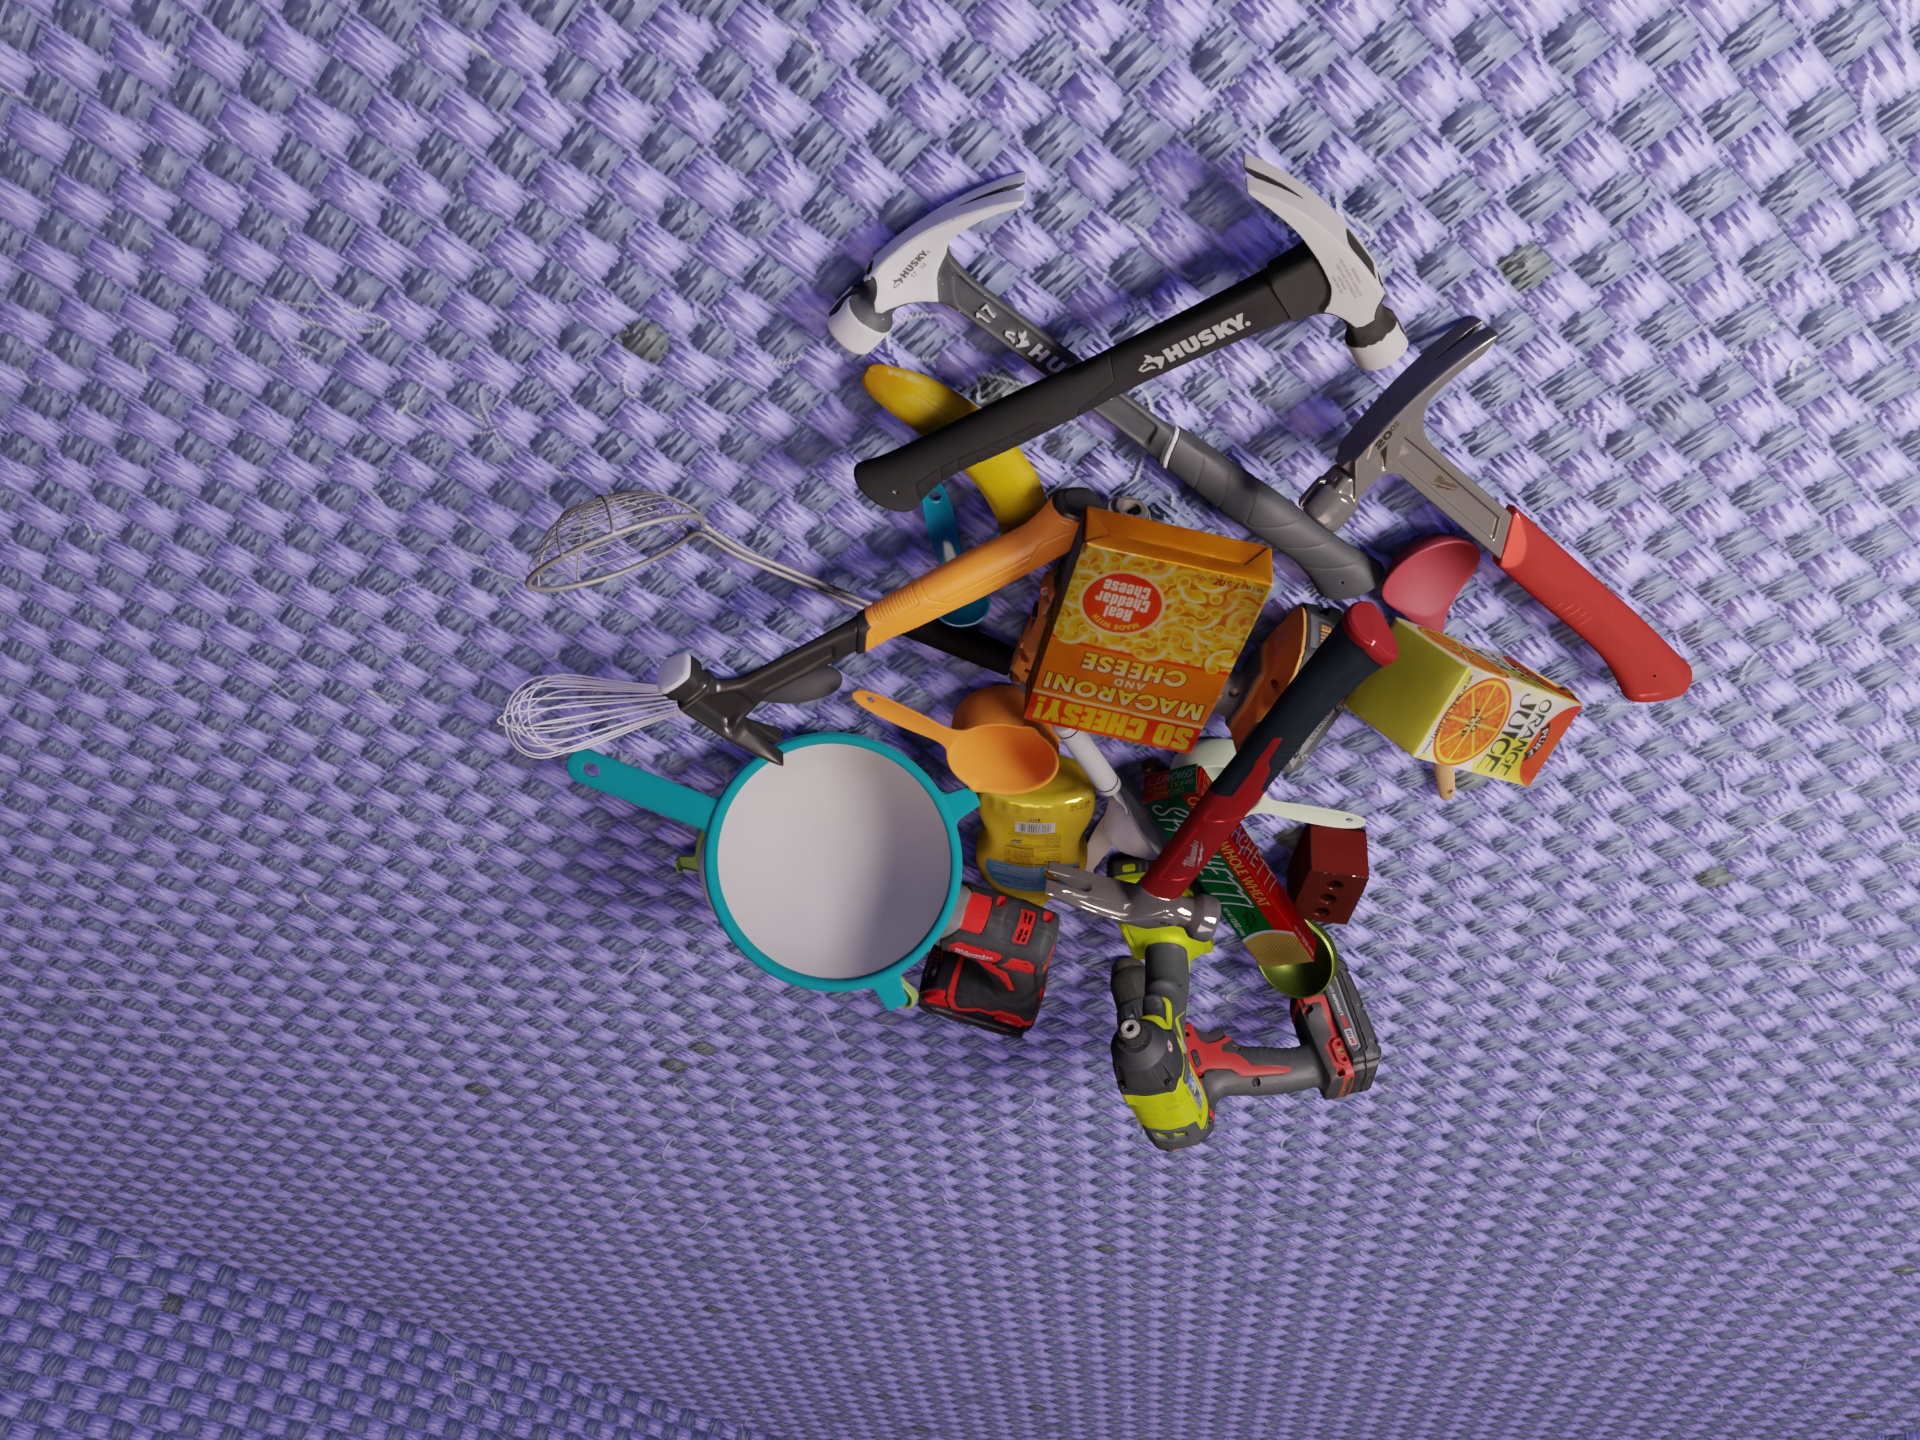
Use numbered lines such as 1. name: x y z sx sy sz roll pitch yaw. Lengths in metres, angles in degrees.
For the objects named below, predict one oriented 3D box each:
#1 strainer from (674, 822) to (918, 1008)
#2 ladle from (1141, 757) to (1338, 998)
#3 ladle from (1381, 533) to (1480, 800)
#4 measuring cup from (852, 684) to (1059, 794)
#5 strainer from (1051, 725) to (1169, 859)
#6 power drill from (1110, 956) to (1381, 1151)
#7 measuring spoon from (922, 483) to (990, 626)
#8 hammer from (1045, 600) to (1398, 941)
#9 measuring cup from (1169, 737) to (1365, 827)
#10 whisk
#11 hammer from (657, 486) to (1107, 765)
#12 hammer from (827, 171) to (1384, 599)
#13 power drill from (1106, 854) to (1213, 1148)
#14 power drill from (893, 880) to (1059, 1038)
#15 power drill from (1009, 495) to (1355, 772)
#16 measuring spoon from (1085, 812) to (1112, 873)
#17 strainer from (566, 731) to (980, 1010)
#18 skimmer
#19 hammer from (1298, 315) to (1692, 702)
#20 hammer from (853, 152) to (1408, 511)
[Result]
1. strainer: -0.141 0.189 1.424 0.256 0.069 0.151 44 130 -12
2. ladle: 0.237 0.139 1.376 0.078 0.062 0.319 -8 138 39
3. ladle: 0.350 -0.032 1.167 0.069 0.031 0.315 -18 139 6
4. measuring cup: -0.002 -0.004 1.237 0.173 0.052 0.095 24 137 -16
5. strainer: 0.115 0.052 1.239 0.050 0.087 0.258 -27 143 10
6. power drill: 0.258 0.290 1.495 0.226 0.188 0.080 -13 145 -4
7. measuring spoon: -0.008 -0.122 1.124 0.042 0.021 0.128 -8 130 7
8. hammer: 0.186 0.042 1.138 0.143 0.038 0.386 16 141 -8
9. measuring cup: 0.248 0.055 1.284 0.167 0.038 0.083 12 141 -10
10. whisk: -0.231 -0.015 1.256 0.284 0.070 0.070 -8 139 10
11. hammer: -0.044 -0.067 1.097 0.337 0.034 0.127 -26 141 24
12. hammer: 0.122 -0.187 1.004 0.408 0.036 0.149 30 135 -26
13. power drill: 0.169 0.229 1.360 0.080 0.223 0.171 -9 139 18
14. power drill: 0.013 0.208 1.429 0.143 0.079 0.219 15 155 9
15. power drill: 0.164 -0.062 1.121 0.226 0.084 0.185 17 139 -5
16. measuring spoon: 0.120 0.108 1.389 0.034 0.018 0.124 25 133 0
17. strainer: -0.159 0.090 1.328 0.340 0.211 0.095 20 -175 6
18. skimmer: -0.121 -0.074 1.135 0.363 0.090 0.127 21 160 -19
19. hammer: 0.383 -0.110 1.039 0.358 0.037 0.149 29 113 -32
20. hammer: 0.078 -0.204 0.935 0.335 0.035 0.146 -21 135 27
